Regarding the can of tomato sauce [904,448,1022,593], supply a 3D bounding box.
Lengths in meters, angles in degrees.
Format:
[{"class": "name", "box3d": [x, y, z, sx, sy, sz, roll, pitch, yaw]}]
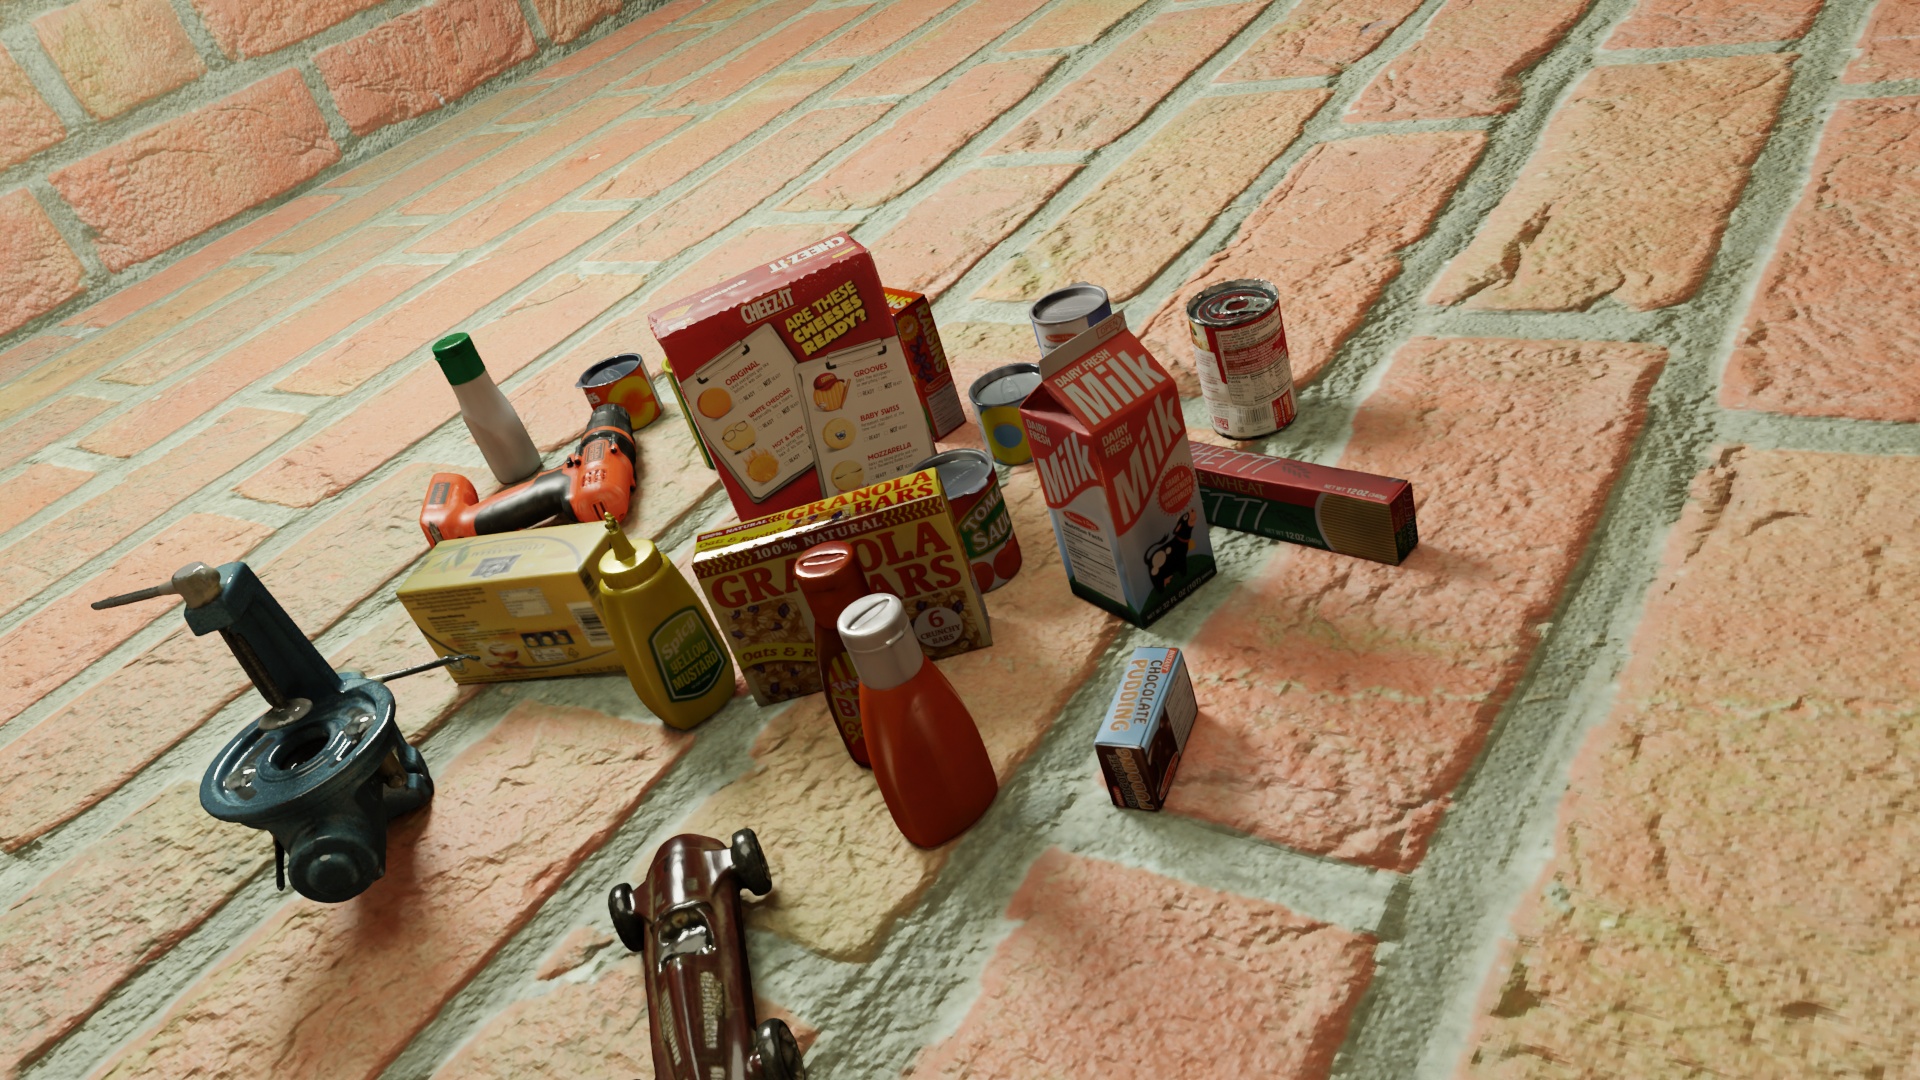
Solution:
[{"class": "can of tomato sauce", "box3d": [0.003, -0.012, 0.975, 0.071, 0.082, 0.071, -14, 32, 9]}]

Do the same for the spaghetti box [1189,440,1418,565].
[{"class": "spaghetti box", "box3d": [0.187, -0.035, 0.945, 0.250, 0.050, 0.029, 15, 46, 42]}]

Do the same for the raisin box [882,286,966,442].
[{"class": "raisin box", "box3d": [-0.050, -0.152, 1.177, 0.040, 0.123, 0.086, -37, 36, -26]}]

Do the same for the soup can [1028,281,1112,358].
[{"class": "soup can", "box3d": [0.100, -0.161, 1.150, 0.071, 0.083, 0.072, -14, 32, 9]}]

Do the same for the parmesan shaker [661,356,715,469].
[{"class": "parmesan shaker", "box3d": [-0.216, -0.125, 1.241, 0.071, 0.102, 0.072, -14, 32, 9]}]

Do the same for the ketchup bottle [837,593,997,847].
[{"class": "ketchup bottle", "box3d": [-0.026, 0.097, 0.763, 0.065, 0.148, 0.043, -37, 36, -26]}]

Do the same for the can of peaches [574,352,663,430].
[{"class": "can of peaches", "box3d": [-0.338, -0.144, 1.376, 0.071, 0.057, 0.071, -14, 32, 9]}]

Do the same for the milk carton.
[{"class": "milk carton", "box3d": [0.097, -0.047, 0.878, 0.072, 0.189, 0.073, -34, 35, -23]}]

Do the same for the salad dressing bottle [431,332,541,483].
[{"class": "salad dressing bottle", "box3d": [-0.453, -0.126, 1.325, 0.064, 0.147, 0.044, 15, 45, 42]}]

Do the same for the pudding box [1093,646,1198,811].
[{"class": "pudding box", "box3d": [0.105, 0.104, 0.778, 0.030, 0.049, 0.084, 0, 36, 28]}]

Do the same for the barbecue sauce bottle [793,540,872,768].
[{"class": "barbecue sauce bottle", "box3d": [-0.057, 0.069, 0.822, 0.065, 0.148, 0.044, -9, 33, 17]}]

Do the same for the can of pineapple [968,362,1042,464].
[{"class": "can of pineapple", "box3d": [0.047, -0.102, 1.112, 0.071, 0.057, 0.071, -14, 32, 9]}]

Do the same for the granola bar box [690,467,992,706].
[{"class": "granola bar box", "box3d": [-0.075, 0.032, 0.910, 0.165, 0.123, 0.039, -15, 32, 6]}]

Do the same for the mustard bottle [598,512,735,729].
[{"class": "mustard bottle", "box3d": [-0.202, 0.050, 0.915, 0.049, 0.159, 0.065, 17, 47, 44]}]
